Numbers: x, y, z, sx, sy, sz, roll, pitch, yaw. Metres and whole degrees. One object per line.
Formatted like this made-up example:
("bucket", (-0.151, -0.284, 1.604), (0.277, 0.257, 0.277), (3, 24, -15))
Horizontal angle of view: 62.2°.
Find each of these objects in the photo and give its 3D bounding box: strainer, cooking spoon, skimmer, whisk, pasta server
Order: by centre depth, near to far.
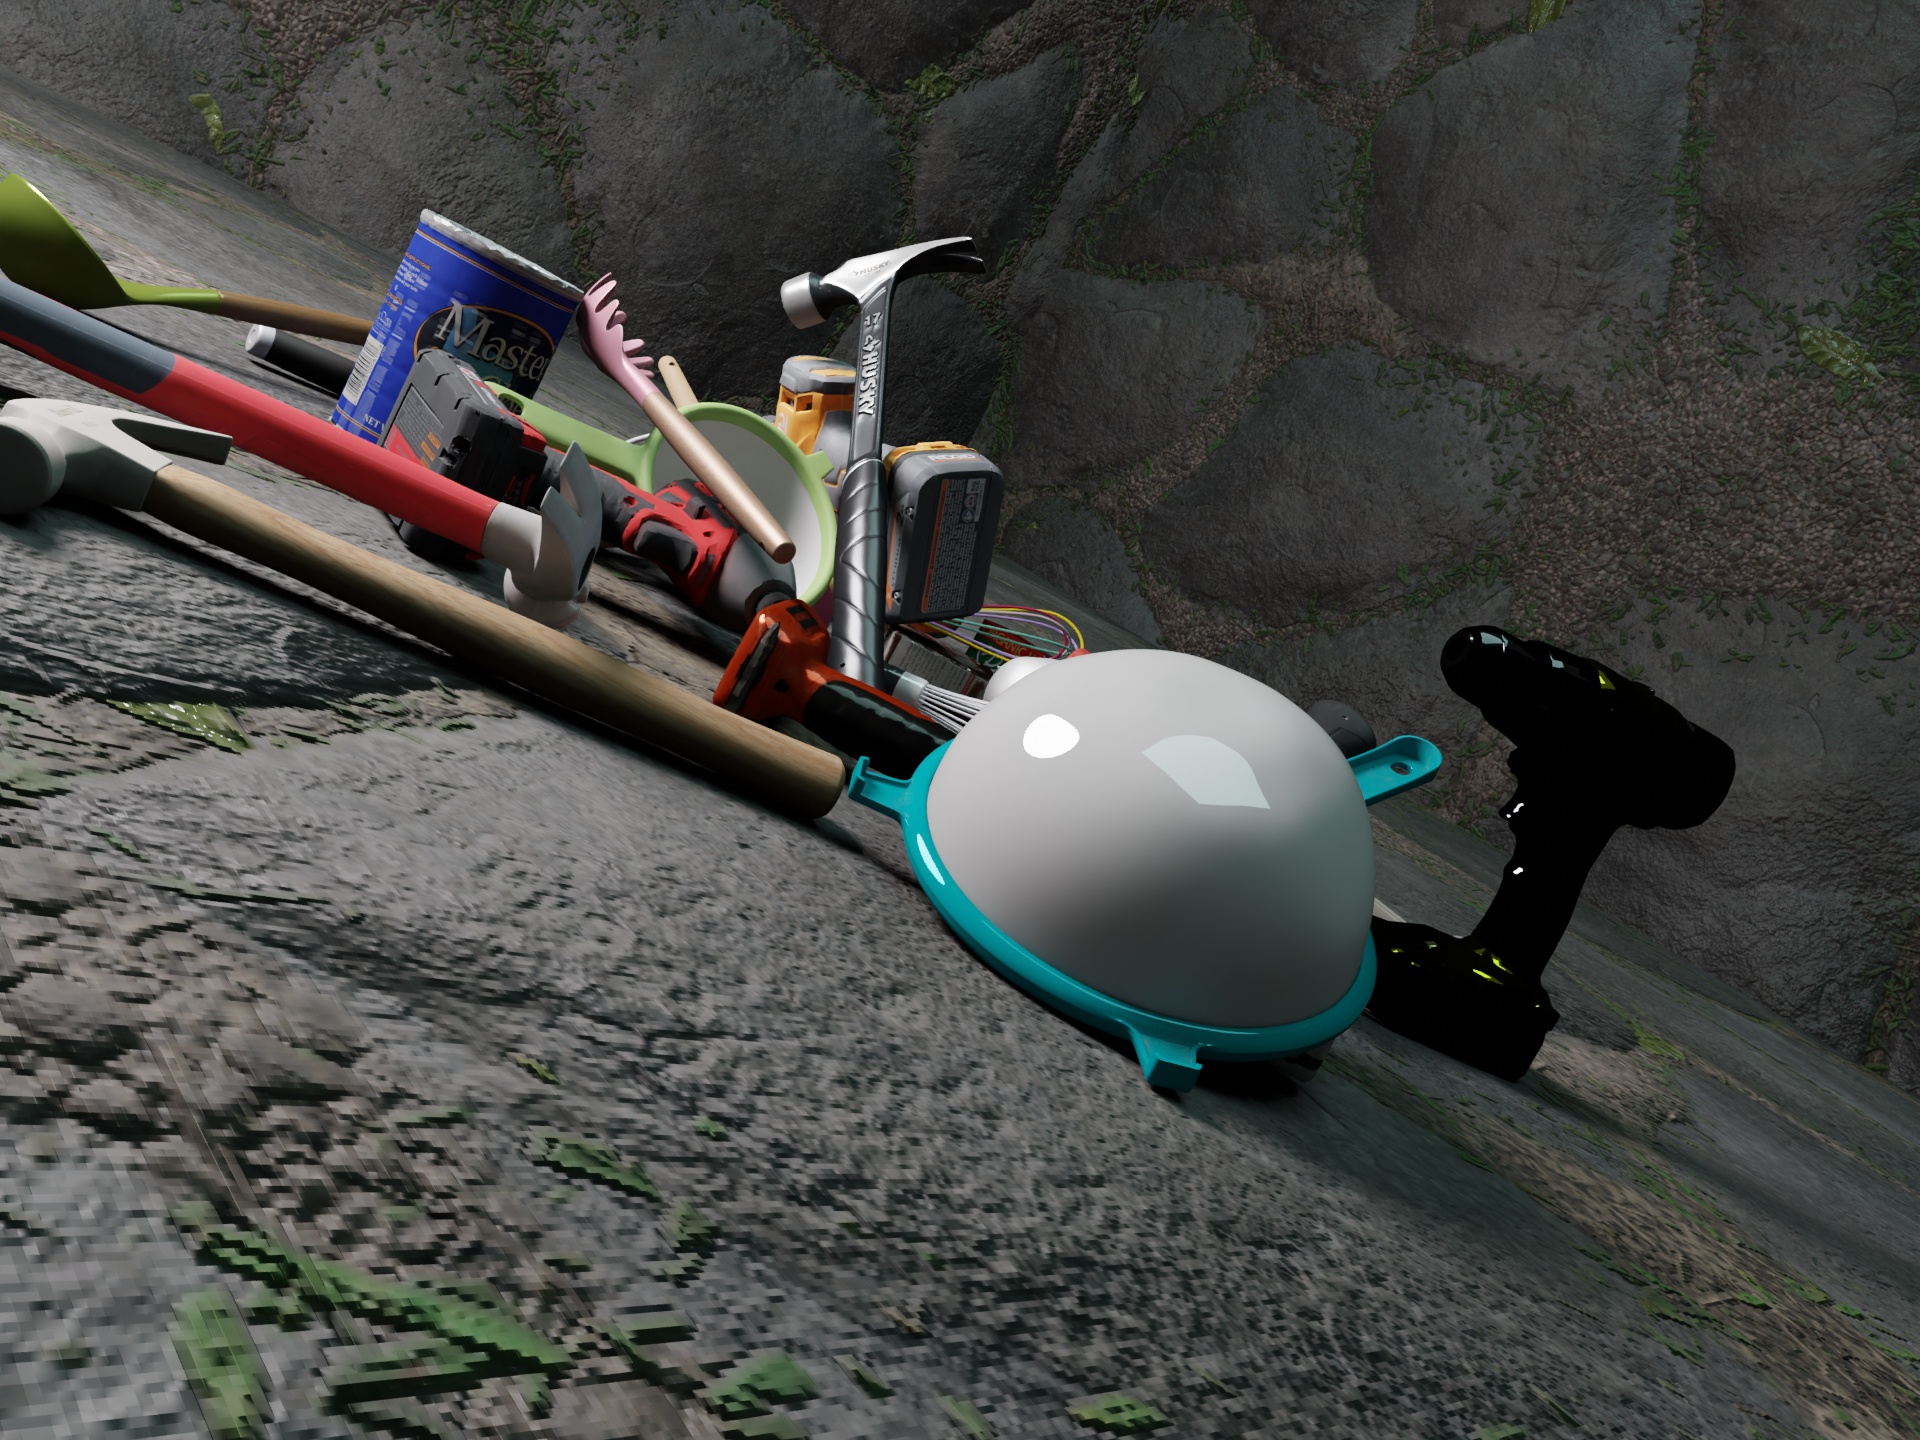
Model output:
("strainer", (0.134, 0.020, 0.696), (0.340, 0.095, 0.211), (-15, 44, -43))
("pasta server", (-0.160, -0.175, 0.912), (0.317, 0.040, 0.060), (48, -14, 43))
("whisk", (-0.001, -0.004, 0.954), (0.284, 0.070, 0.070), (25, 8, 8))
("strainer", (-0.198, -0.141, 1.004), (0.256, 0.152, 0.069), (22, -32, -34))
("strainer", (0.063, 0.001, 1.094), (0.050, 0.087, 0.258), (51, 5, 23))
("skimmer", (-0.312, -0.225, 1.134), (0.363, 0.090, 0.127), (20, 18, -41))
("cooking spoon", (-0.166, -0.167, 1.142), (0.068, 0.017, 0.319), (-10, 50, -24))
("whisk", (-0.021, -0.085, 1.265), (0.245, 0.047, 0.051), (14, 6, -2))

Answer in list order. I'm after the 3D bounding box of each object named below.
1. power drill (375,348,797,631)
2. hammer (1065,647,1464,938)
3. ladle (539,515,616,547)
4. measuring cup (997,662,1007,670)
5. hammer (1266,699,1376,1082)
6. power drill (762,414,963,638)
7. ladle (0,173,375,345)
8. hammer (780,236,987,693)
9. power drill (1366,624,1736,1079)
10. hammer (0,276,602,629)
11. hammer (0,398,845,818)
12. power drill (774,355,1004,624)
("power drill", (-0.188, -0.107, 0.847), (0.219, 0.078, 0.143), (19, 16, -40))
("hammer", (0.205, 0.067, 1.108), (0.359, 0.036, 0.149), (39, 11, 19))
("ladle", (-0.222, -0.121, 1.041), (0.069, 0.031, 0.315), (32, 11, 8))
("measuring cup", (0.049, -0.016, 1.238), (0.083, 0.038, 0.168), (26, 6, -13))
("hammer", (0.149, 0.053, 0.794), (0.146, 0.035, 0.335), (28, 29, 14))
("power drill", (-0.094, -0.172, 1.381), (0.226, 0.084, 0.164), (30, -22, 12))
("ladle", (-0.427, -0.261, 0.968), (0.078, 0.062, 0.320), (35, 19, 24))
("hammer", (-0.055, -0.168, 1.011), (0.036, 0.149, 0.409), (56, 26, -47))
("power drill", (0.304, 0.069, 0.889), (0.190, 0.228, 0.080), (25, 9, -22))
("hammer", (-0.333, -0.147, 0.650), (0.386, 0.038, 0.143), (24, -20, -8))
("hammer", (-0.195, -0.039, 0.617), (0.331, 0.031, 0.130), (26, 9, -20))
("power drill", (-0.070, -0.142, 1.138), (0.084, 0.185, 0.226), (-8, 32, -34))
